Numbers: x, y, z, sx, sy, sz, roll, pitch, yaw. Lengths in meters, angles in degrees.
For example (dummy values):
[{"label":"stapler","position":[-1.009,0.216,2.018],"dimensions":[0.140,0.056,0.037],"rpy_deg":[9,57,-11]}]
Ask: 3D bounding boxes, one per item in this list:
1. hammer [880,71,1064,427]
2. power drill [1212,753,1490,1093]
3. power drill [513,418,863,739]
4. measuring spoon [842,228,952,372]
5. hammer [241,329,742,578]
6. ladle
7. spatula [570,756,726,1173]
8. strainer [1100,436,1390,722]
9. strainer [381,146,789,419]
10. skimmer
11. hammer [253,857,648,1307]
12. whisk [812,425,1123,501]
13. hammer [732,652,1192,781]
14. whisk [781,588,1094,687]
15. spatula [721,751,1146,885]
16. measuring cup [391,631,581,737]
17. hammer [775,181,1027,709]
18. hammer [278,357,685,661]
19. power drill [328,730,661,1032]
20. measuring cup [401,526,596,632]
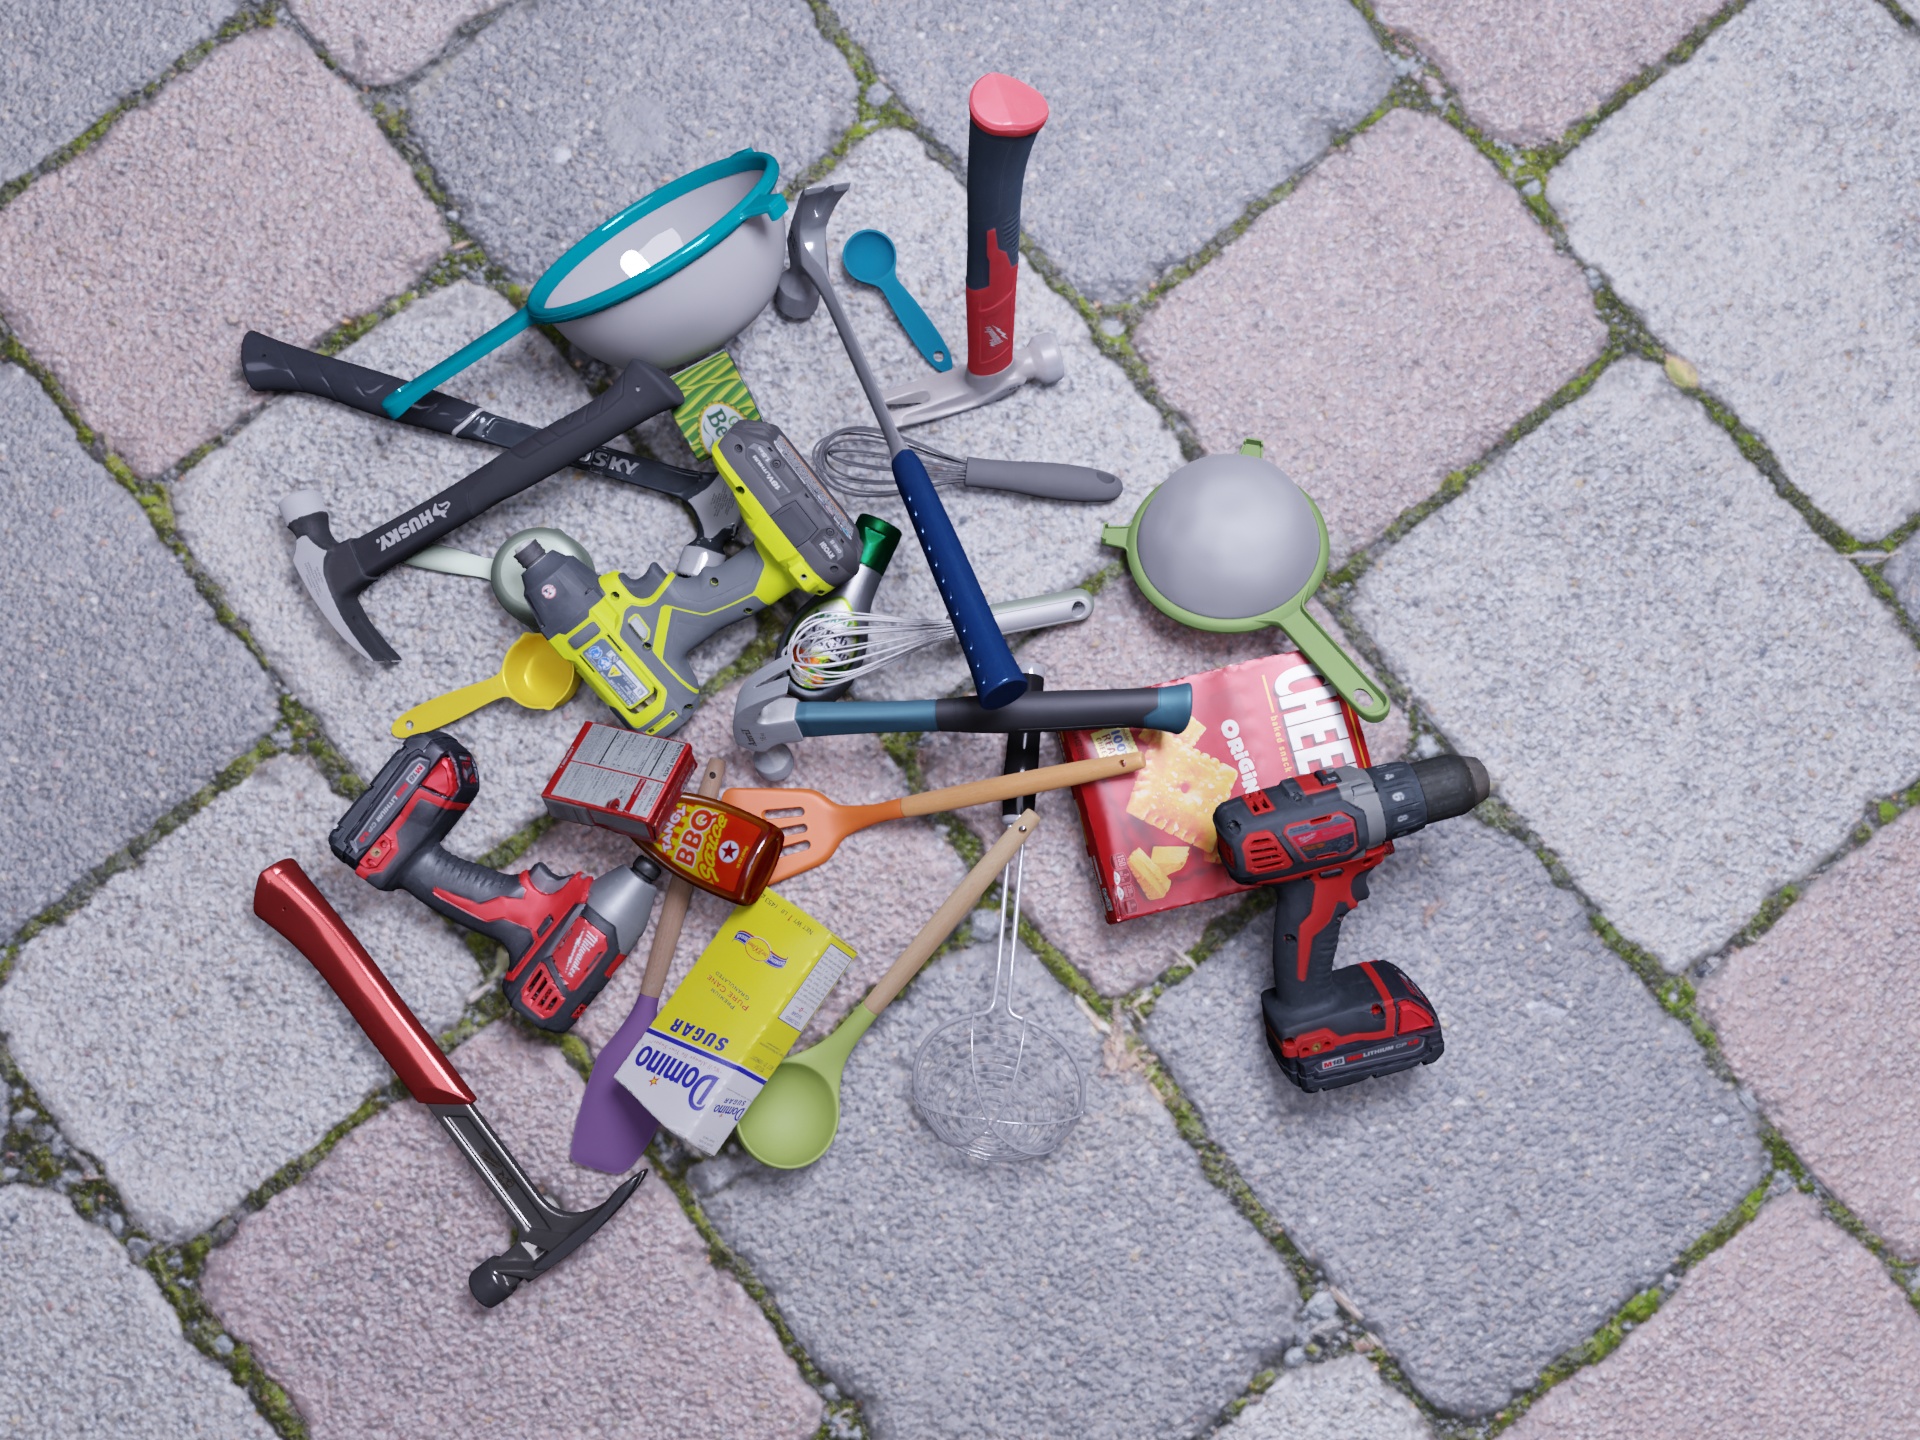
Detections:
[{"label":"hammer","position":[0.006,-0.294,1.049],"dimensions":[0.143,0.386,0.038],"rpy_deg":[-18,79,-3]},{"label":"power drill","position":[0.284,0.133,1.113],"dimensions":[0.188,0.080,0.226],"rpy_deg":[-14,113,-1]},{"label":"power drill","position":[-0.198,-0.109,1.150],"dimensions":[0.223,0.080,0.171],"rpy_deg":[-35,106,10]},{"label":"measuring spoon","position":[-0.046,-0.324,1.243],"dimensions":[0.042,0.021,0.128],"rpy_deg":[-35,94,-4]},{"label":"hammer","position":[-0.357,-0.229,1.221],"dimensions":[0.409,0.036,0.149],"rpy_deg":[17,83,2]},{"label":"ladle","position":[-0.048,0.191,1.141],"dimensions":[0.078,0.062,0.320],"rpy_deg":[39,96,-6]},{"label":"spatula","position":[-0.223,0.181,1.187],"dimensions":[0.060,0.018,0.316],"rpy_deg":[15,85,-3]},{"label":"strainer","position":[0.225,-0.105,1.147],"dimensions":[0.151,0.069,0.257],"rpy_deg":[-31,63,-9]},{"label":"strainer","position":[-0.261,-0.290,1.178],"dimensions":[0.340,0.211,0.095],"rpy_deg":[-31,122,3]},{"label":"skimmer","position":[0.039,0.140,1.186],"dimensions":[0.127,0.090,0.363],"rpy_deg":[3,74,9]},{"label":"hammer","position":[-0.392,0.244,1.168],"dimensions":[0.149,0.036,0.359],"rpy_deg":[-39,85,2]},{"label":"whisk","position":[0.006,-0.188,1.212],"dimensions":[0.239,0.055,0.055],"rpy_deg":[5,84,-4]},{"label":"hammer","position":[-0.002,-0.004,1.126],"dimensions":[0.331,0.128,0.033],"rpy_deg":[-2,58,10]},{"label":"whisk","position":[-0.013,-0.067,1.174],"dimensions":[0.246,0.059,0.057],"rpy_deg":[-12,115,-19]},{"label":"spatula","position":[-0.022,0.060,1.161],"dimensions":[0.322,0.041,0.081],"rpy_deg":[-13,84,20]},{"label":"measuring cup","position":[-0.359,-0.019,1.210],"dimensions":[0.156,0.029,0.062],"rpy_deg":[-21,84,10]},{"label":"hammer","position":[-0.044,-0.195,1.116],"dimensions":[0.035,0.144,0.406],"rpy_deg":[-16,69,-20]},{"label":"hammer","position":[-0.345,-0.166,1.165],"dimensions":[0.335,0.035,0.146],"rpy_deg":[-25,86,16]},{"label":"power drill","position":[-0.334,0.111,1.168],"dimensions":[0.219,0.078,0.143],"rpy_deg":[38,86,1]},{"label":"measuring cup","position":[-0.362,-0.119,1.207],"dimensions":[0.167,0.038,0.083],"rpy_deg":[12,84,-1]}]
